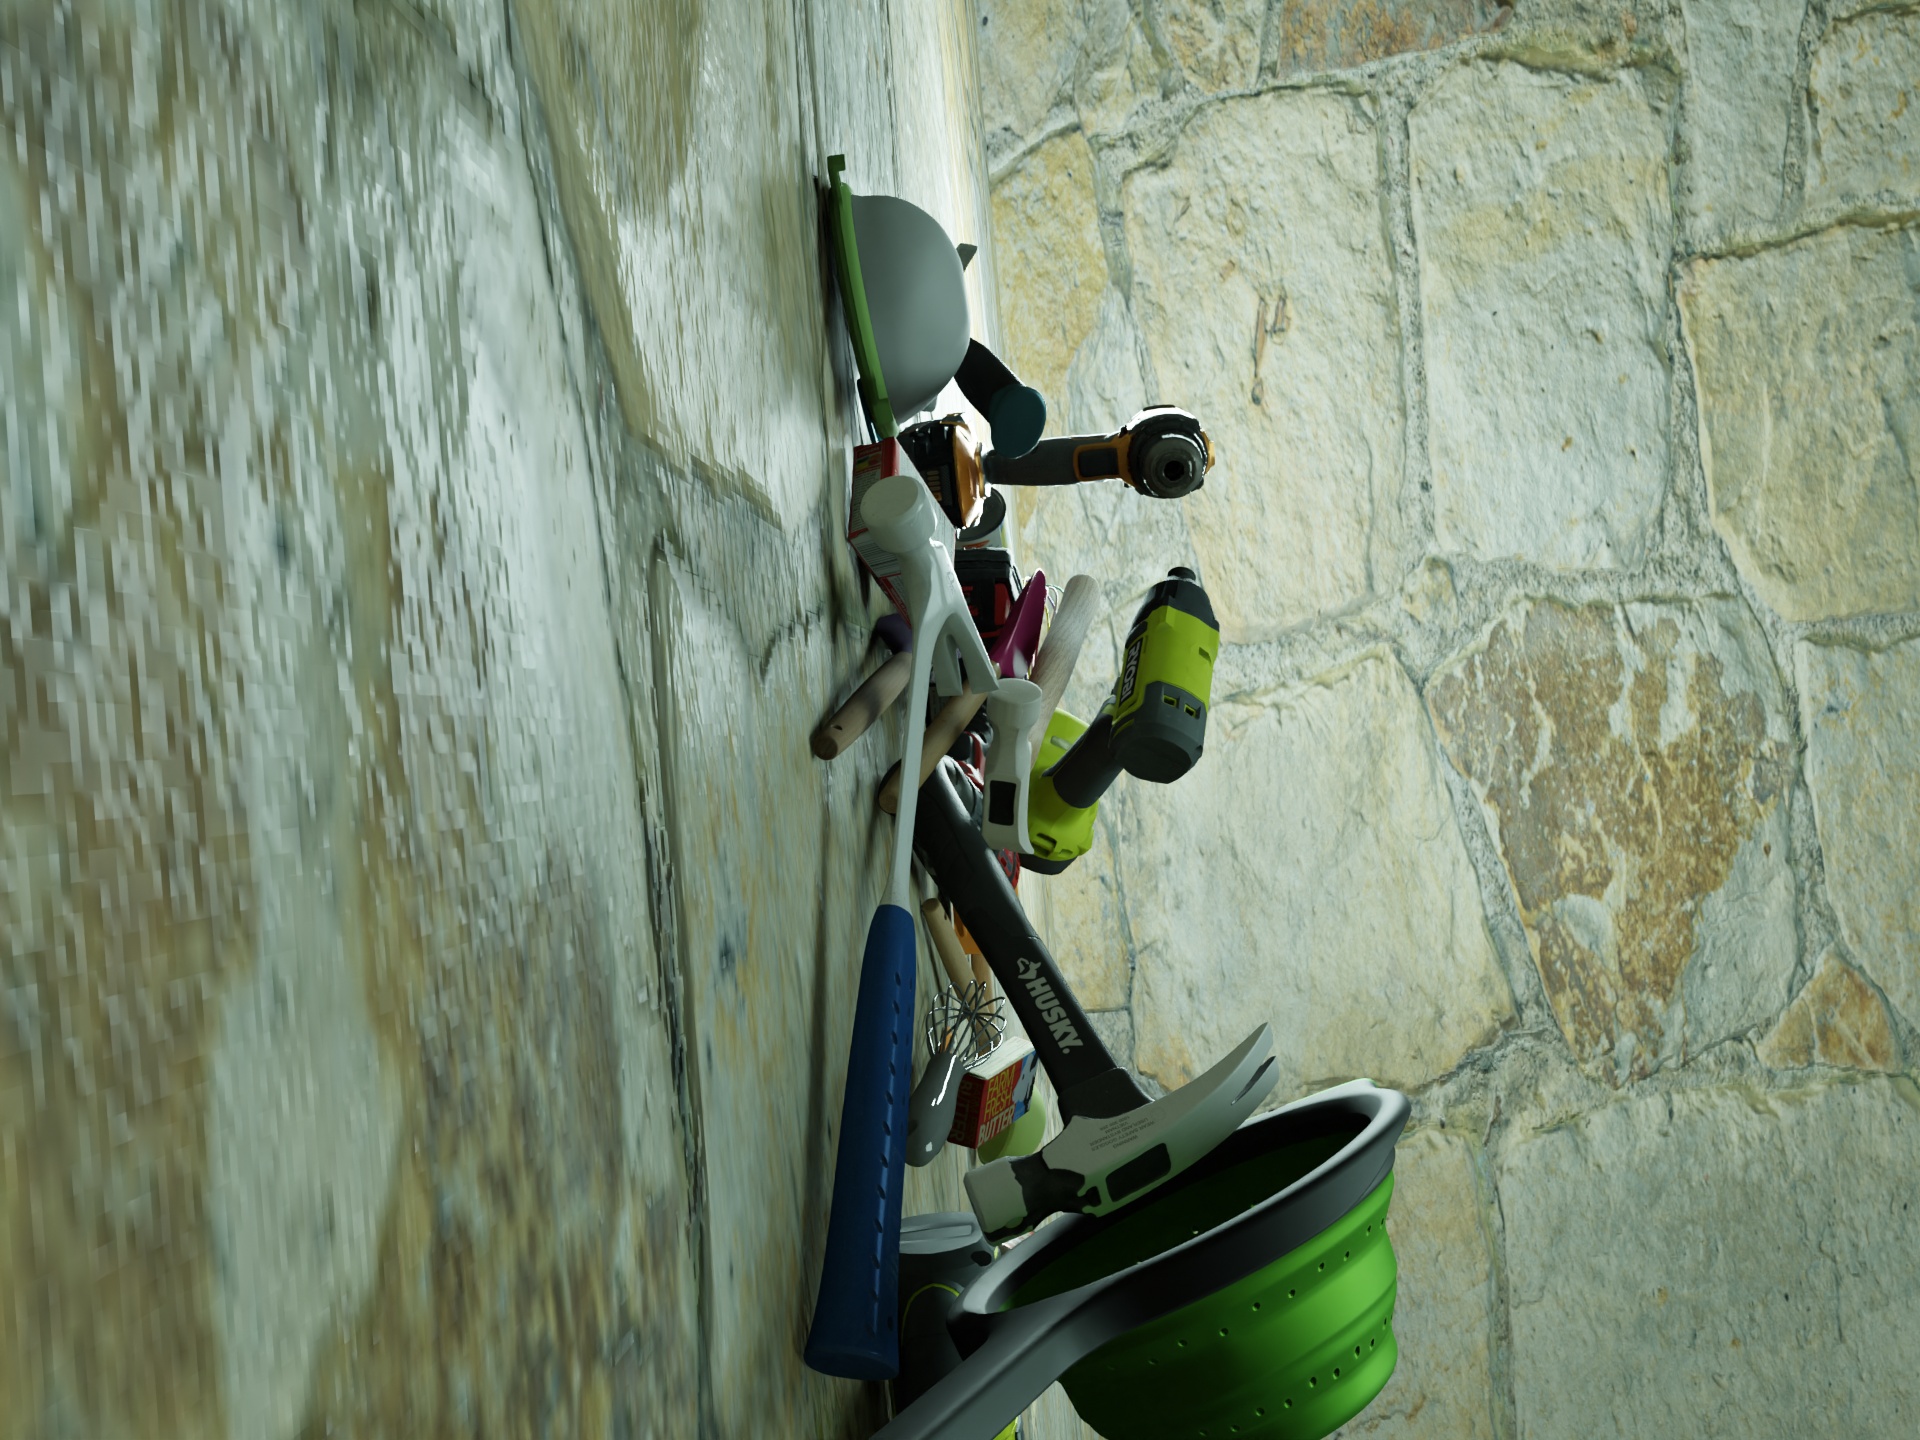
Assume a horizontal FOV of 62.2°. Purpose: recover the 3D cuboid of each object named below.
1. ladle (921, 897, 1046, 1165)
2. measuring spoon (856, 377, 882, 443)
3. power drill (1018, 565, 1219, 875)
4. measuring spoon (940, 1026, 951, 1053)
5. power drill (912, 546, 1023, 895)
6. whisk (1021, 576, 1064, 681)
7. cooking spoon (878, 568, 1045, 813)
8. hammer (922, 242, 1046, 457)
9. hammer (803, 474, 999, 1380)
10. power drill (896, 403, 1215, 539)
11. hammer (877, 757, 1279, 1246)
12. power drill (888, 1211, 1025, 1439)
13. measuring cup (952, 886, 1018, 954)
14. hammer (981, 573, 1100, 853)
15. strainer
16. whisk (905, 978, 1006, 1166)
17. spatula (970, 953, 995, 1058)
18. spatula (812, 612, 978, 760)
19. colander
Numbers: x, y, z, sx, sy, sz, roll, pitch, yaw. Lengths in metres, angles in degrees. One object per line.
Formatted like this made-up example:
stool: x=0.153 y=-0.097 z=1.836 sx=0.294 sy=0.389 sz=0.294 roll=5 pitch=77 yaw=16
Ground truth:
ladle: x=0.007 y=0.232 z=1.172 sx=0.319 sy=0.062 sz=0.078 roll=70 pitch=19 yaw=-44
measuring spoon: x=-0.053 y=-0.145 z=0.978 sx=0.042 sy=0.021 sz=0.128 roll=-41 pitch=117 yaw=-78
power drill: x=0.104 y=0.002 z=1.140 sx=0.223 sy=0.080 sz=0.171 roll=-47 pitch=-158 yaw=48
measuring spoon: x=-0.008 y=0.243 z=1.079 sx=0.117 sy=0.011 sz=0.021 roll=-82 pitch=166 yaw=-67
power drill: x=-0.002 y=-0.003 z=1.060 sx=0.187 sy=0.080 sz=0.227 roll=63 pitch=26 yaw=-62
whisk: x=0.068 y=-0.042 z=1.413 sx=0.245 sy=0.051 sz=0.047 roll=-85 pitch=176 yaw=-45
cooking spoon: x=0.010 y=-0.021 z=0.957 sx=0.319 sy=0.017 sz=0.068 roll=-54 pitch=150 yaw=-61
hammer: x=0.005 y=-0.231 z=1.033 sx=0.331 sy=0.033 sz=0.128 roll=-114 pitch=-149 yaw=-64
hammer: x=-0.026 y=0.083 z=0.720 sx=0.143 sy=0.035 sz=0.406 roll=64 pitch=24 yaw=-50
power drill: x=0.068 y=-0.181 z=1.140 sx=0.185 sy=0.226 sz=0.084 roll=-76 pitch=160 yaw=-74
hammer: x=0.028 y=0.105 z=0.788 sx=0.335 sy=0.146 sz=0.035 roll=-123 pitch=-166 yaw=-56
power drill: x=-0.005 y=0.343 z=0.684 sx=0.228 sy=0.080 sz=0.190 roll=-61 pitch=145 yaw=-86
measuring cup: x=0.020 y=0.135 z=1.168 sx=0.173 sy=0.052 sz=0.095 roll=-138 pitch=-137 yaw=-86
hammer: x=0.057 y=-0.022 z=1.041 sx=0.331 sy=0.031 sz=0.130 roll=-63 pitch=161 yaw=-62
strainer: x=-0.026 y=-0.246 z=0.989 sx=0.256 sy=0.069 sz=0.151 roll=-20 pitch=100 yaw=-85
whisk: x=-0.006 y=0.211 z=0.961 sx=0.239 sy=0.055 sz=0.055 roll=-51 pitch=136 yaw=-77
spatula: x=0.036 y=0.321 z=1.323 sx=0.082 sy=0.044 sz=0.318 roll=78 pitch=7 yaw=-74
spatula: x=-0.038 y=-0.026 z=0.870 sx=0.316 sy=0.060 sz=0.018 roll=-59 pitch=165 yaw=-73
colander: x=0.059 y=0.243 z=0.564 sx=0.397 sy=0.204 sz=0.094 roll=-13 pitch=74 yaw=-55
